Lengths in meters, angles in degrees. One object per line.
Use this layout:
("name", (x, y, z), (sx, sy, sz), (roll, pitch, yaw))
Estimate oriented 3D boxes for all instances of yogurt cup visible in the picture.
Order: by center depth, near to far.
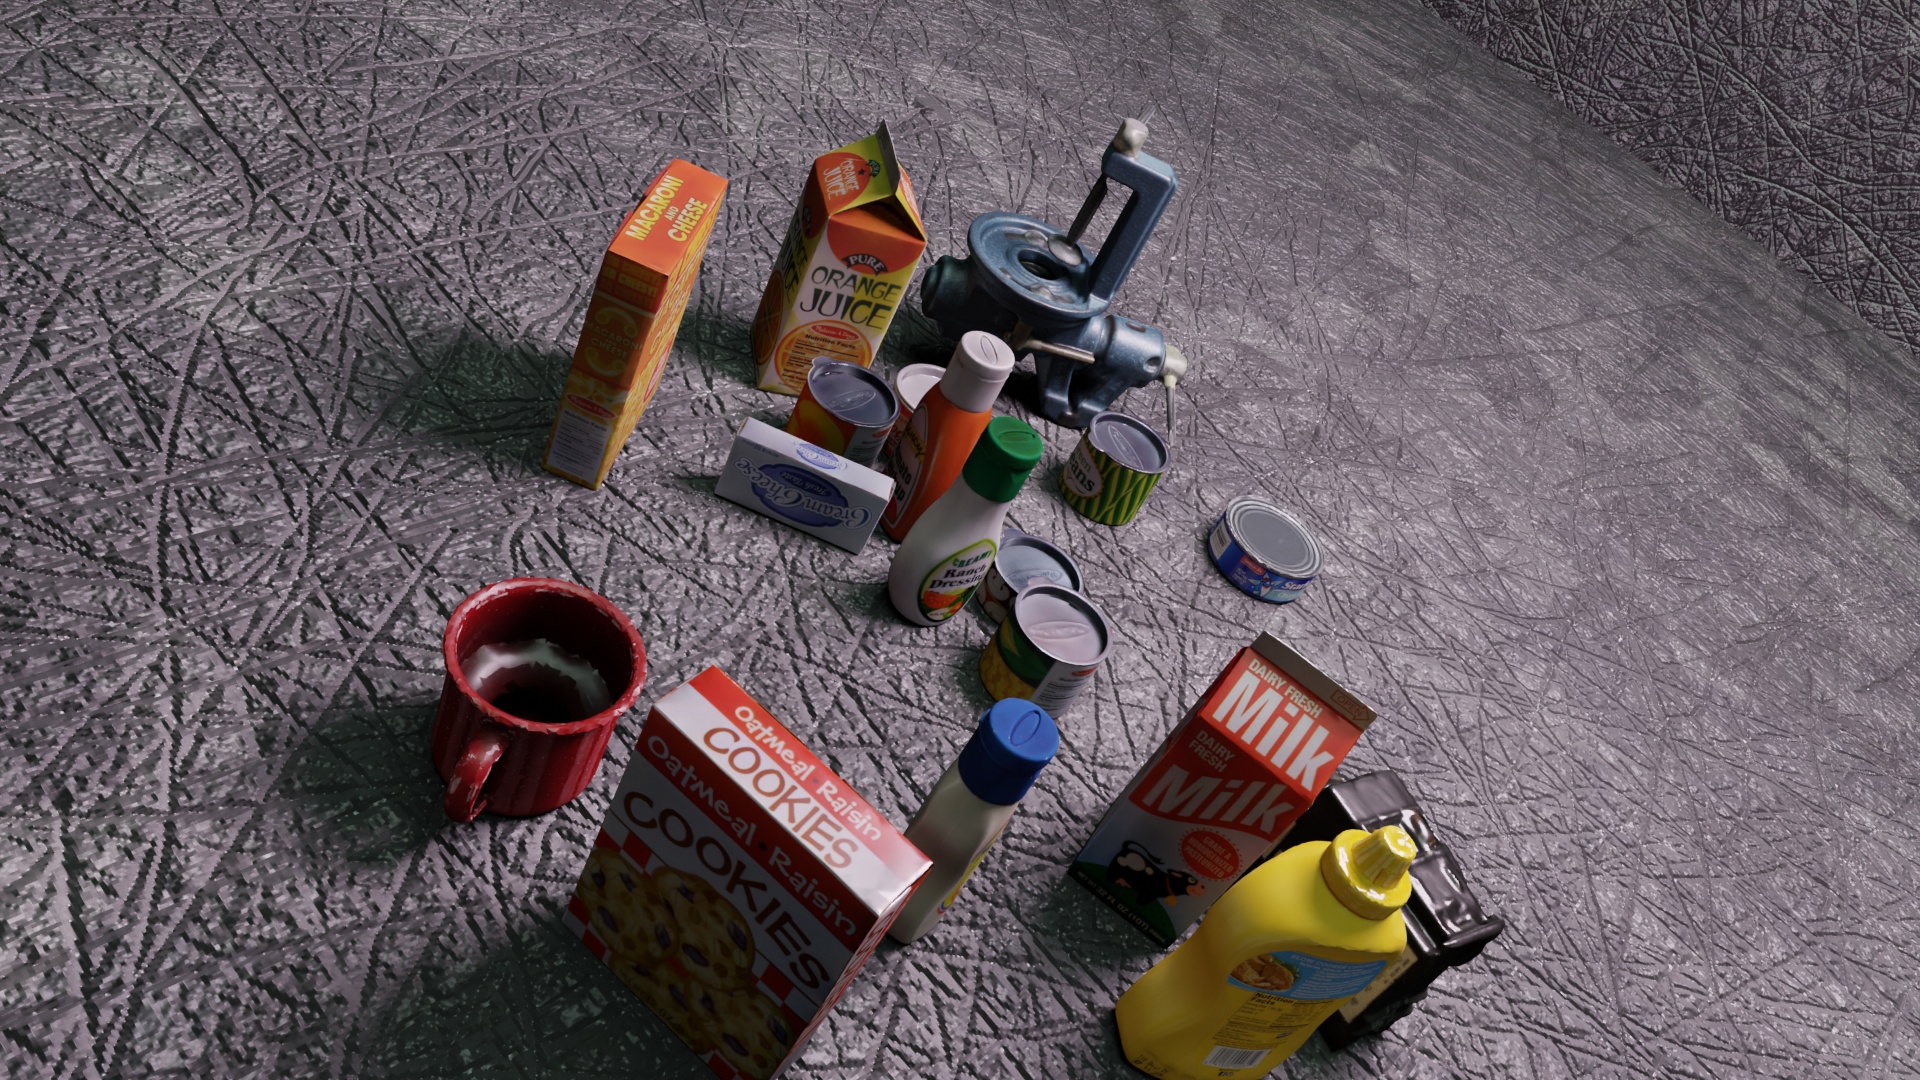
("yogurt cup", (-0.024, -0.084, 0.986), (0.072, 0.053, 0.073), (17, 40, -15))

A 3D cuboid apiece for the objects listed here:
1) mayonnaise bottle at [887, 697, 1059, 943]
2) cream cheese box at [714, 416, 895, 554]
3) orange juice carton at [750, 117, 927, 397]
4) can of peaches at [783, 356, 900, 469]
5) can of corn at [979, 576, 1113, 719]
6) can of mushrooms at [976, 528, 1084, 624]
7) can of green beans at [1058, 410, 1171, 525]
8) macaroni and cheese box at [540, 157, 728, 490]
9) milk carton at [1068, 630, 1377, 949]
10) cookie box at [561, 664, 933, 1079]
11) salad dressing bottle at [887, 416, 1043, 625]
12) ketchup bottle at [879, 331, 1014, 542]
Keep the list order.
("mayonnaise bottle", (0.001, 0.136, 0.682), (0.041, 0.147, 0.065), (36, 39, 8))
("cream cheese box", (-0.099, -0.034, 0.883), (0.104, 0.053, 0.024), (23, 39, -8))
("orange juice carton", (-0.081, -0.190, 0.956), (0.073, 0.191, 0.072), (10, 42, -24))
("can of peaches", (-0.083, -0.081, 0.941), (0.071, 0.057, 0.071), (17, 40, -15))
("can of corn", (0.051, 0.067, 0.862), (0.071, 0.058, 0.071), (17, 40, -15))
("can of mushrooms", (0.045, 0.028, 0.921), (0.071, 0.033, 0.071), (17, 40, -15))
("can of green beans", (0.114, -0.054, 1.035), (0.071, 0.057, 0.071), (17, 40, -15))
("macaroni and cheese box", (-0.197, -0.131, 0.838), (0.040, 0.165, 0.124), (23, 39, -9))
("milk carton", (0.141, 0.128, 0.744), (0.072, 0.189, 0.074), (37, 39, 9))
("cookie box", (-0.096, 0.149, 0.591), (0.123, 0.166, 0.040), (40, 39, 12))
("salad dressing bottle", (0.003, -0.011, 0.846), (0.064, 0.146, 0.044), (-8, 51, -38))
("ketchup bottle", (-0.010, -0.068, 0.899), (0.043, 0.148, 0.065), (7, 43, -26))
